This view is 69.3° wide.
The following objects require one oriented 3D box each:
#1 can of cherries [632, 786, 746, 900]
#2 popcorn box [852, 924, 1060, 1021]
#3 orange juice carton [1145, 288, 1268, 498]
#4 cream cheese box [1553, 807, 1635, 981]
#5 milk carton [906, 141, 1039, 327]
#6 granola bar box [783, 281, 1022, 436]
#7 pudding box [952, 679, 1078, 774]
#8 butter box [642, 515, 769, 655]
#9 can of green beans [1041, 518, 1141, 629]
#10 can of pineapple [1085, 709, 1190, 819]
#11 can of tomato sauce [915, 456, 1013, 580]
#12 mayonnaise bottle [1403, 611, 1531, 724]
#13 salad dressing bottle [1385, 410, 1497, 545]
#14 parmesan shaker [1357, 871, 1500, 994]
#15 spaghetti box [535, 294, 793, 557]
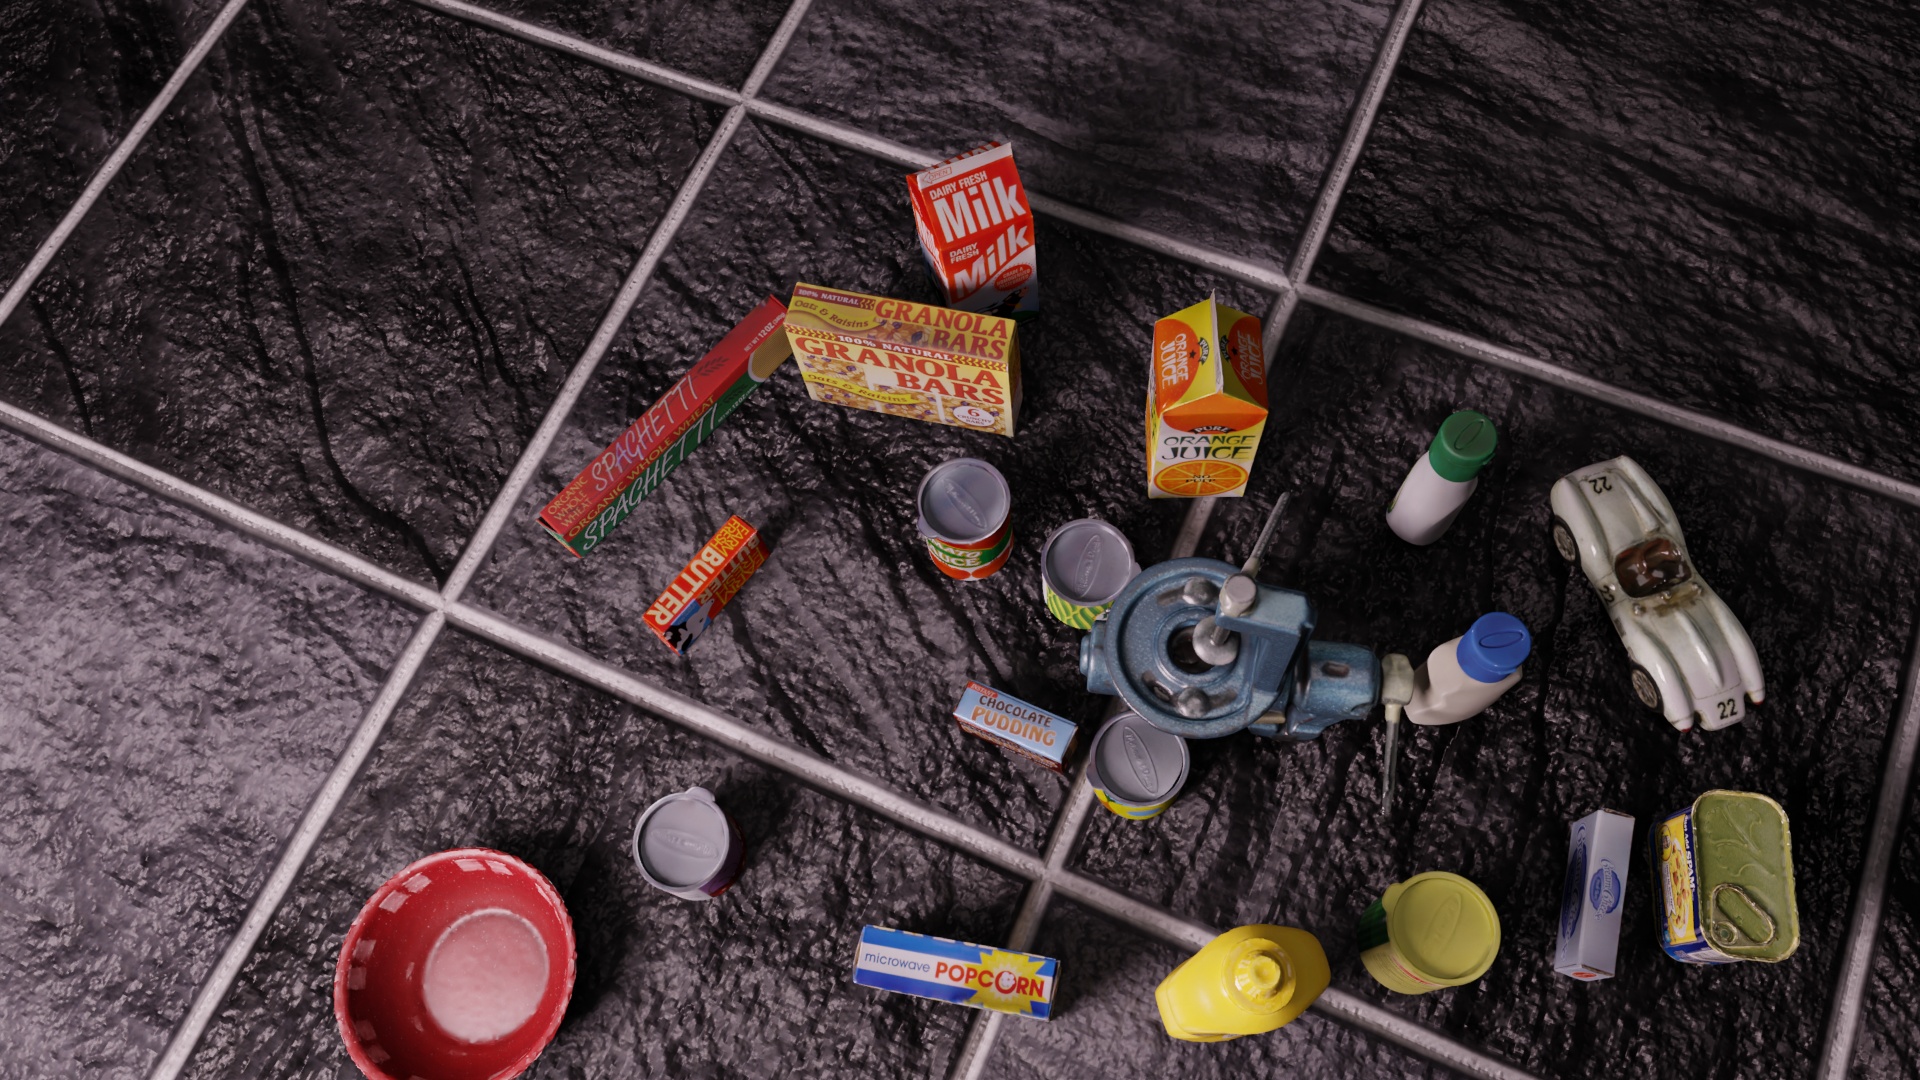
[{"bbox_3d":[-0.182,0.208,0.952,0.071,0.058,0.072,-1,69,4],"label":"can of cherries"},{"bbox_3d":[0.000,0.280,0.896,0.127,0.085,0.038,8,70,7],"label":"popcorn box"},{"bbox_3d":[0.171,-0.097,0.971,0.073,0.192,0.072,-1,69,4],"label":"orange juice carton"},{"bbox_3d":[0.410,0.230,0.901,0.024,0.053,0.104,14,71,10],"label":"cream cheese box"},{"bbox_3d":[0.010,-0.227,1.035,0.072,0.190,0.073,-22,69,-4],"label":"milk carton"},{"bbox_3d":[-0.038,-0.134,1.038,0.166,0.124,0.039,11,71,9],"label":"granola bar box"},{"bbox_3d":[0.040,0.130,0.970,0.084,0.049,0.030,23,73,12],"label":"pudding box"},{"bbox_3d":[-0.186,0.033,1.023,0.024,0.053,0.104,36,76,16],"label":"butter box"},{"bbox_3d":[0.092,0.025,1.002,0.071,0.057,0.071,-1,69,4],"label":"can of green beans"},{"bbox_3d":[0.120,0.154,0.950,0.071,0.057,0.071,-1,69,4],"label":"can of pineapple"},{"bbox_3d":[0.004,-0.013,1.010,0.071,0.083,0.071,-1,69,4],"label":"can of tomato sauce"},{"bbox_3d":[0.335,0.085,0.912,0.065,0.147,0.041,-12,69,0],"label":"mayonnaise bottle"},{"bbox_3d":[0.334,-0.043,0.962,0.064,0.147,0.044,-44,72,-11],"label":"salad dressing bottle"},{"bbox_3d":[0.290,0.247,0.877,0.071,0.102,0.071,-1,69,4],"label":"parmesan shaker"},{"bbox_3d":[-0.221,-0.088,1.074,0.029,0.050,0.250,39,76,17],"label":"spaghetti box"}]
